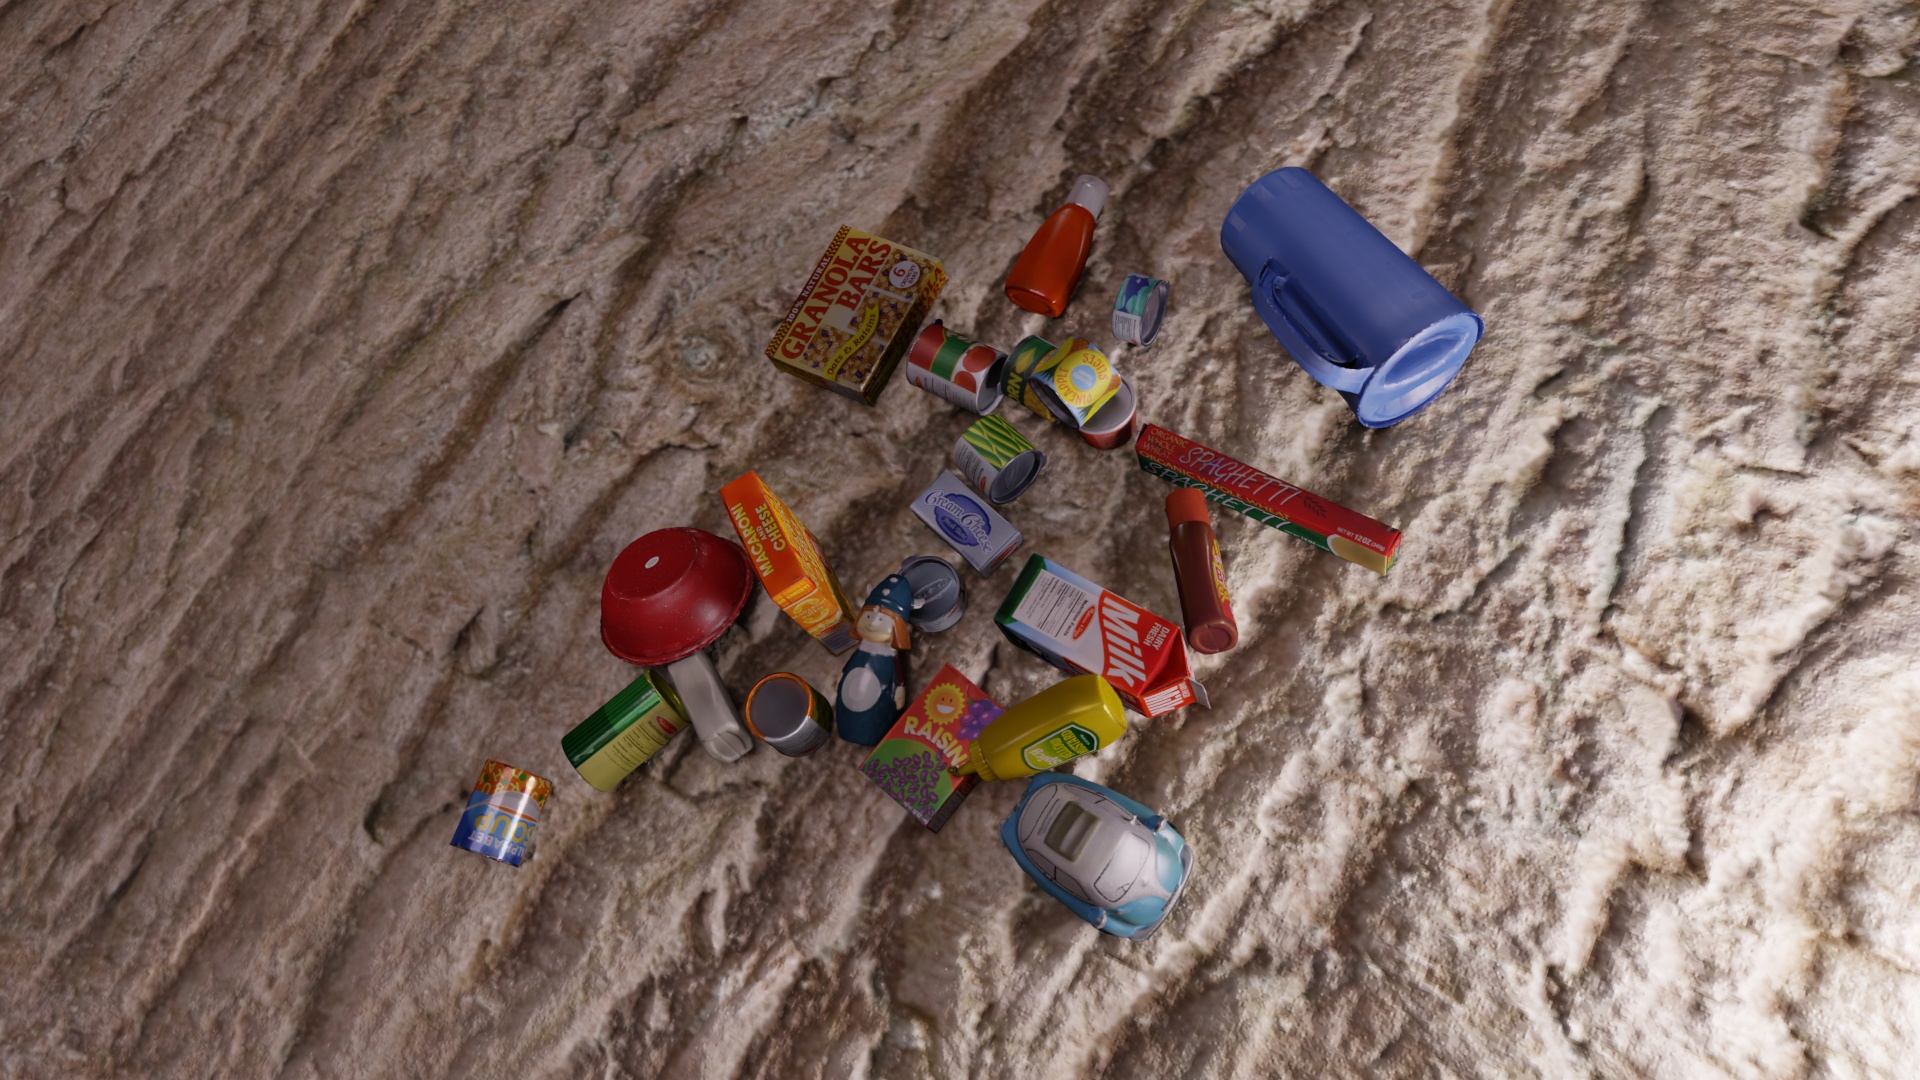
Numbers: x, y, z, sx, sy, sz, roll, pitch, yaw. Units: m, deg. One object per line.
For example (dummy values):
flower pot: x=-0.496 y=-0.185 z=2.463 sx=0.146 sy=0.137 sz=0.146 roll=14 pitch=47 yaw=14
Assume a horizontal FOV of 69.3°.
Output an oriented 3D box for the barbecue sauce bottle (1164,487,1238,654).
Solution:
barbecue sauce bottle: x=0.210 y=0.023 z=1.227 sx=0.043 sy=0.064 sz=0.149 roll=-15 pitch=56 yaw=15

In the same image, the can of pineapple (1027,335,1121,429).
can of pineapple: x=0.104 y=-0.143 z=1.258 sx=0.058 sy=0.071 sz=0.071 roll=-45 pitch=64 yaw=-6

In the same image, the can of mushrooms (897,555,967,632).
can of mushrooms: x=-0.029 y=0.048 z=1.294 sx=0.071 sy=0.033 sz=0.071 roll=-5 pitch=67 yaw=13

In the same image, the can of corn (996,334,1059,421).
can of corn: x=0.078 y=-0.153 z=1.332 sx=0.058 sy=0.071 sz=0.071 roll=33 pitch=80 yaw=24

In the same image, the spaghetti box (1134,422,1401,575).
spaghetti box: x=0.270 y=-0.039 z=1.242 sx=0.250 sy=0.050 sz=0.029 roll=26 pitch=76 yaw=23

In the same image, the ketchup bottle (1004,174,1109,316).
ketchup bottle: x=0.103 y=-0.300 z=1.401 sx=0.065 sy=0.043 sz=0.149 roll=22 pitch=75 yaw=21

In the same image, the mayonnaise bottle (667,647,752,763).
mayonnaise bottle: x=-0.244 y=0.137 z=1.299 sx=0.041 sy=0.064 sz=0.148 roll=-33 pitch=53 yaw=-3

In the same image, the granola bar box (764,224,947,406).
granola bar box: x=-0.107 y=-0.233 z=1.431 sx=0.124 sy=0.039 sz=0.166 roll=24 pitch=76 yaw=22

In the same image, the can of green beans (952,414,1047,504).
can of green beans: x=0.035 y=-0.077 z=1.312 sx=0.071 sy=0.071 sz=0.058 roll=-42 pitch=63 yaw=-4

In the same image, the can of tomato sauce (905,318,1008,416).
can of tomato sauce: x=0.000 y=-0.169 z=1.360 sx=0.083 sy=0.071 sz=0.071 roll=27 pitch=77 yaw=23

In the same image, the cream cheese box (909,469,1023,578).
cream cheese box: x=0.005 y=-0.017 z=1.317 sx=0.053 sy=0.024 sz=0.104 roll=-45 pitch=64 yaw=-7

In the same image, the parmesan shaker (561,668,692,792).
parmesan shaker: x=-0.313 y=0.175 z=1.295 sx=0.103 sy=0.071 sz=0.071 roll=-38 pitch=64 yaw=-3

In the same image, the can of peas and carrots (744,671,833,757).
can of peas and carrots: x=-0.158 y=0.157 z=1.268 sx=0.071 sy=0.058 sz=0.071 roll=-5 pitch=66 yaw=12

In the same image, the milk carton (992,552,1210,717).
milk carton: x=0.131 y=0.092 z=1.212 sx=0.191 sy=0.072 sz=0.073 roll=27 pitch=78 yaw=24

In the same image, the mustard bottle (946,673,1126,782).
mustard bottle: x=0.059 y=0.168 z=1.167 sx=0.160 sy=0.065 sz=0.049 roll=-28 pitch=41 yaw=17

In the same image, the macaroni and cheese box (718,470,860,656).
macaroni and cheese box: x=-0.151 y=0.024 z=1.263 sx=0.040 sy=0.166 sz=0.124 roll=-31 pitch=63 yaw=2

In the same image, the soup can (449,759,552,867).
soup can: x=-0.426 y=0.254 z=1.293 sx=0.071 sy=0.071 sz=0.084 roll=13 pitch=71 yaw=20

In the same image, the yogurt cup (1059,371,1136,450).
yogurt cup: x=0.135 y=-0.121 z=1.310 sx=0.072 sy=0.053 sz=0.072 roll=-5 pitch=67 yaw=13

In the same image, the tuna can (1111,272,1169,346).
tuna can: x=0.174 y=-0.224 z=1.338 sx=0.033 sy=0.071 sz=0.071 roll=19 pitch=74 yaw=22

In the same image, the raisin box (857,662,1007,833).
raisin box: x=-0.018 y=0.183 z=1.231 sx=0.086 sy=0.040 sz=0.123 roll=36 pitch=80 yaw=26
